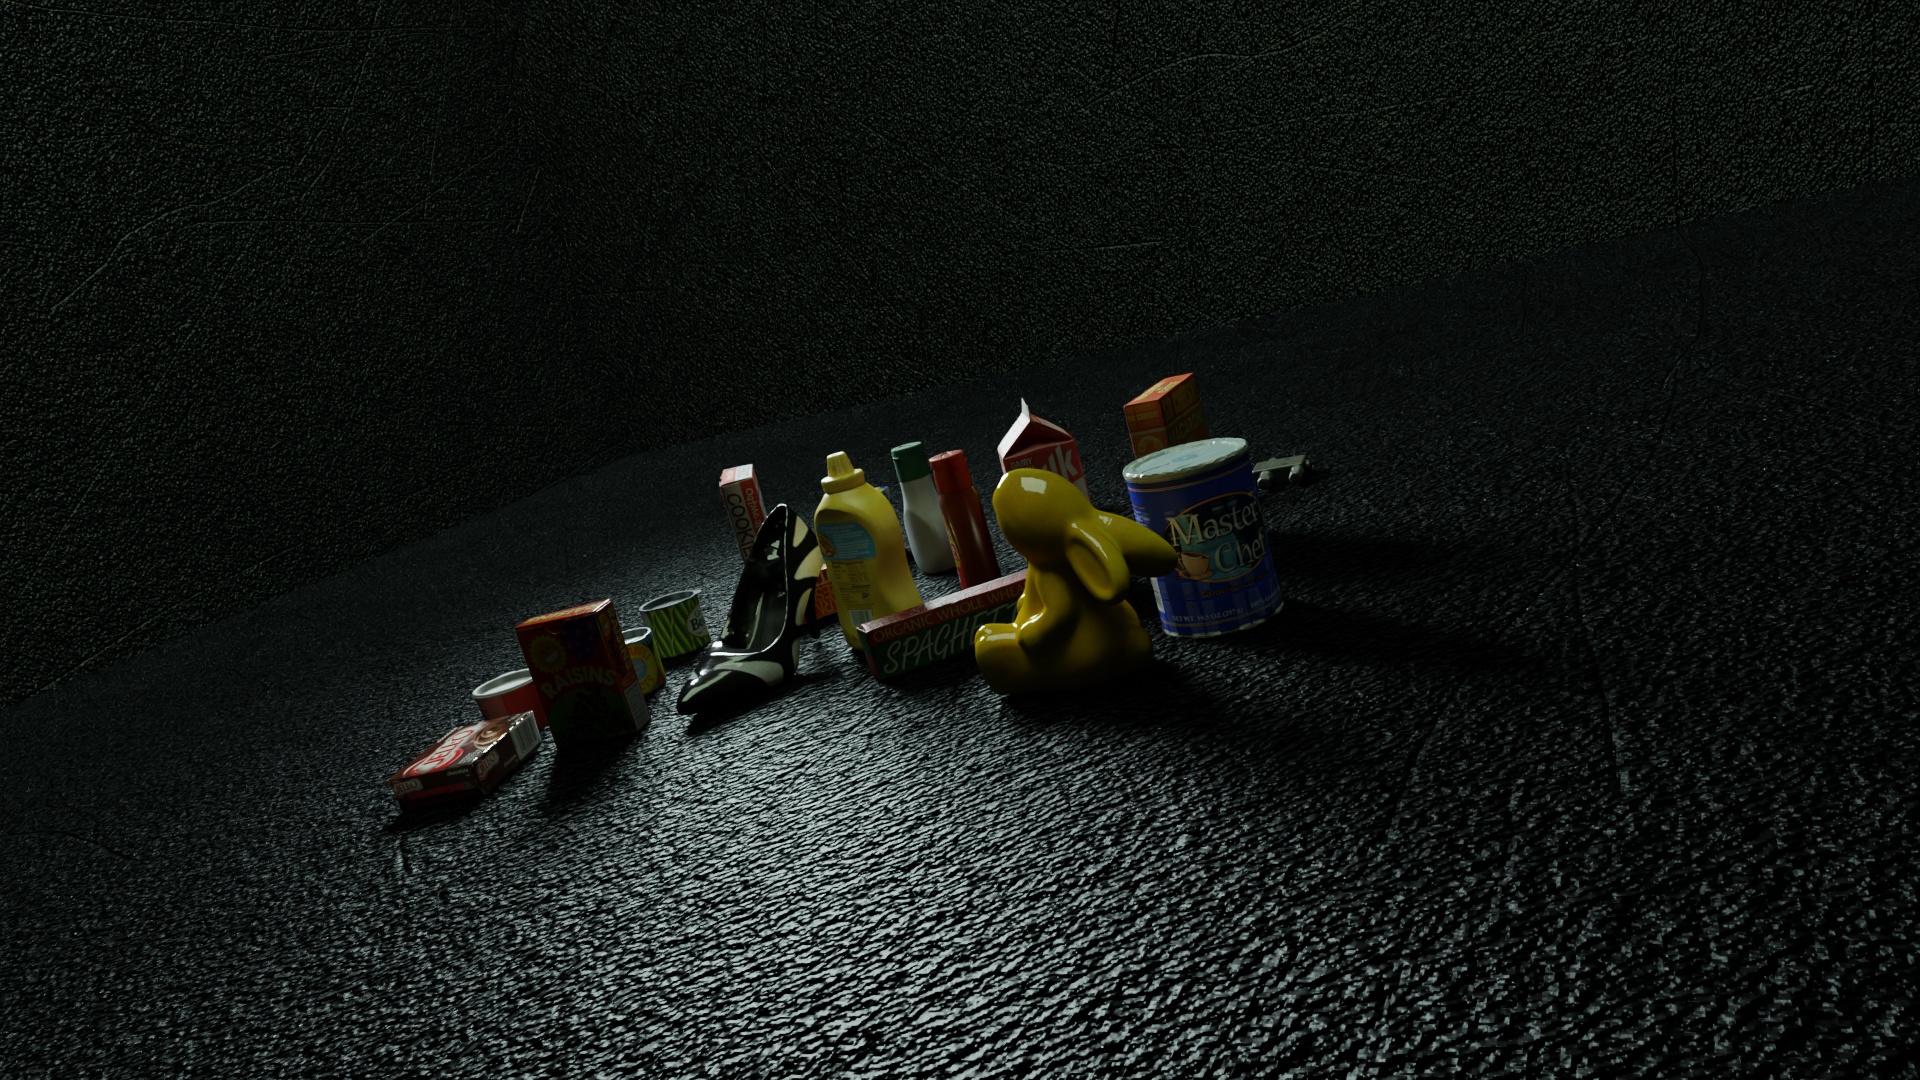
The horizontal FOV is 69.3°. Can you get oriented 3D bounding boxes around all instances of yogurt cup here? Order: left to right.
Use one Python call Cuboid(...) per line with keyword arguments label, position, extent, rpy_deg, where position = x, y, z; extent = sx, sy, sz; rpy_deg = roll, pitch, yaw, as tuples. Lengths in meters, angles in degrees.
Cuboid(label="yogurt cup", position=(-0.446, 0.165, 1.388), extent=(0.072, 0.054, 0.072), rpy_deg=(-15, 12, 3))

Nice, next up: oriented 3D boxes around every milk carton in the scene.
Cuboid(label="milk carton", position=(0.085, -0.042, 1.340), extent=(0.073, 0.190, 0.072), rpy_deg=(-15, 11, 0))

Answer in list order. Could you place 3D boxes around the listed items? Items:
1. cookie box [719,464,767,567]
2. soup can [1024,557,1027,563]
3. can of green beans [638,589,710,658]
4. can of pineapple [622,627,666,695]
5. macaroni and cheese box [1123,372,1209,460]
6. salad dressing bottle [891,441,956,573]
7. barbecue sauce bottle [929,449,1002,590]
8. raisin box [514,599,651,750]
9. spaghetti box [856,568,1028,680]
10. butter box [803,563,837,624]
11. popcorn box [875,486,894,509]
Cuboid(label="cookie box", position=(-0.234, 0.002, 1.596), extent=(0.040, 0.167, 0.123), rpy_deg=(-17, 12, -6))
Cuboid(label="soup can", position=(0.089, -0.022, 1.501), extent=(0.071, 0.083, 0.071), rpy_deg=(-15, 12, 3))
Cuboid(label="can of green beans", position=(-0.318, 0.093, 1.548), extent=(0.071, 0.057, 0.071), rpy_deg=(-15, 12, 3))
Cuboid(label="can of pineapple", position=(-0.340, 0.127, 1.420), extent=(0.071, 0.057, 0.071), rpy_deg=(-15, 12, 3))
Cuboid(label="macaroni and cheese box", position=(0.213, -0.069, 1.359), extent=(0.040, 0.166, 0.124), rpy_deg=(-9, 13, 28))
Cuboid(label="salad dressing bottle", position=(-0.042, -0.037, 1.582), extent=(0.044, 0.147, 0.064), rpy_deg=(-24, 14, -35))
Cuboid(label="barbecue sauce bottle", position=(0.005, -0.018, 1.431), extent=(0.044, 0.148, 0.065), rpy_deg=(-16, 11, 0))
Cuboid(label="raisin box", position=(-0.349, 0.124, 1.286), extent=(0.086, 0.123, 0.040), rpy_deg=(-12, 12, 14))
Cuboid(label="spaghetti box", position=(0.032, 0.064, 1.262), extent=(0.251, 0.050, 0.029), rpy_deg=(-18, 12, -13))
Cuboid(label="butter box", position=(-0.169, 0.062, 1.517), extent=(0.104, 0.053, 0.024), rpy_deg=(-20, 12, -23))
Cuboid(label="popcorn box", position=(-0.115, -0.009, 1.695), extent=(0.038, 0.085, 0.127), rpy_deg=(-11, 12, 21))
